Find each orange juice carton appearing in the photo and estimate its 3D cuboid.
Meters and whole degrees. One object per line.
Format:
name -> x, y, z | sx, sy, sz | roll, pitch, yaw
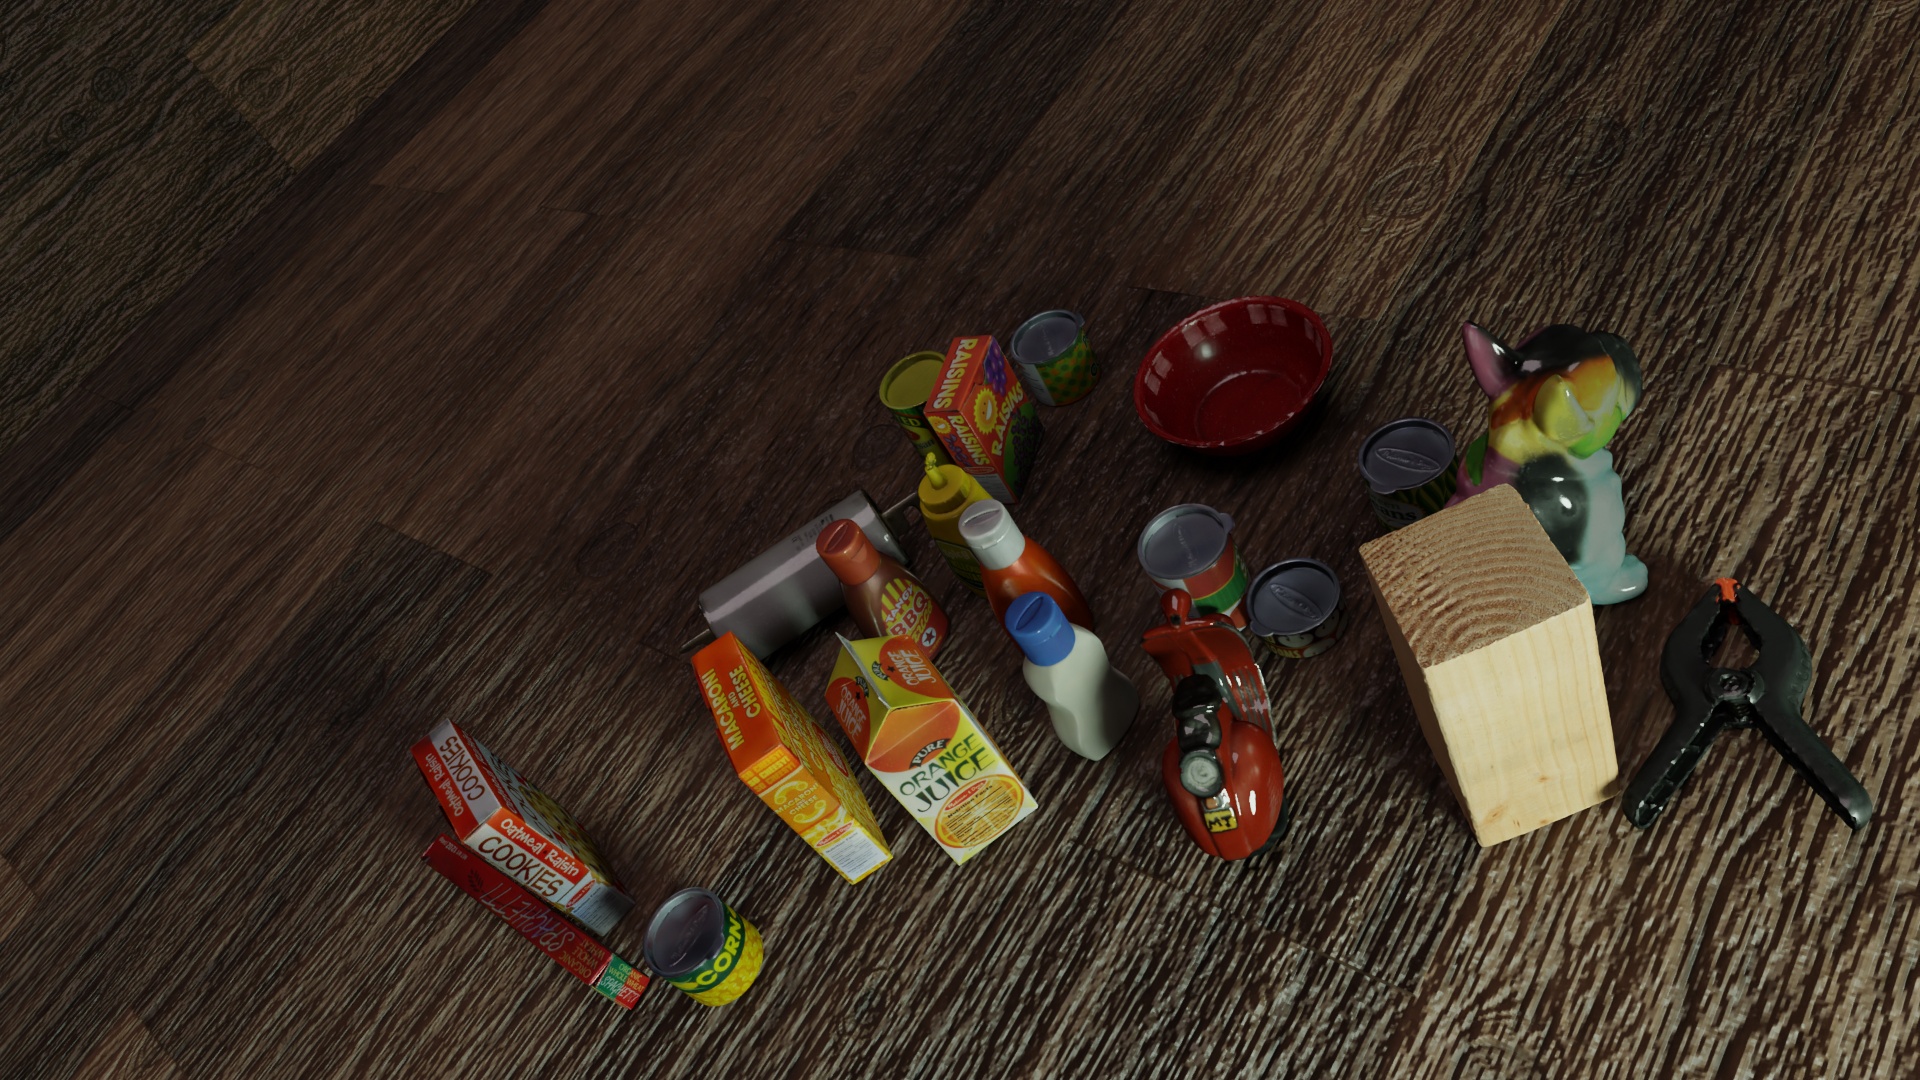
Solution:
orange juice carton -> -0.026, 0.134, 0.940 | 0.073, 0.192, 0.072 | -36, 44, -2

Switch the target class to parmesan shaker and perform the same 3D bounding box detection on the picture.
parmesan shaker -> -0.017, -0.105, 1.207 | 0.071, 0.102, 0.072 | -16, 47, 18

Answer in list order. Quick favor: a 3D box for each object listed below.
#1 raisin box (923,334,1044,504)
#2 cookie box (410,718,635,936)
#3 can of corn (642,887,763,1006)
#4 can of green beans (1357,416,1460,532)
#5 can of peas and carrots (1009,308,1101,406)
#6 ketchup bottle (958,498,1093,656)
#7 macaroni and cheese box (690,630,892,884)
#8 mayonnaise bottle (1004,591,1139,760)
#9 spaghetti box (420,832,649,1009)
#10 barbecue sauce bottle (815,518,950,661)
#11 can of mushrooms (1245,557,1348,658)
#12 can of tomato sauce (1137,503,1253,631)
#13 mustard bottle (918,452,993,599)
raisin box -> 0.022, -0.100, 1.165 | 0.040, 0.123, 0.086 | 1, 54, 31
cookie box -> -0.335, 0.221, 1.063 | 0.040, 0.167, 0.123 | -44, 45, -10
can of corn -> -0.181, 0.291, 0.991 | 0.071, 0.058, 0.071 | -16, 47, 18
can of green beans -> 0.322, -0.045, 0.989 | 0.071, 0.057, 0.071 | -16, 47, 18
can of peas and carrots -> 0.087, -0.163, 1.229 | 0.071, 0.058, 0.071 | -16, 47, 18
ketchup bottle -> 0.045, 0.029, 1.022 | 0.064, 0.148, 0.044 | -21, 45, 13
macaroni and cheese box -> -0.121, 0.157, 0.995 | 0.040, 0.166, 0.124 | -35, 44, 0
mayonnaise bottle -> 0.075, 0.090, 0.952 | 0.041, 0.147, 0.065 | 23, 67, 41
spaghetti box -> -0.336, 0.294, 1.085 | 0.250, 0.050, 0.029 | 17, 63, 39
barbecue sauce bottle -> -0.062, 0.041, 1.074 | 0.044, 0.148, 0.065 | 17, 63, 39
can of mushrooms -> 0.235, 0.049, 0.976 | 0.071, 0.033, 0.071 | -16, 47, 18
can of tomato sauce -> 0.174, 0.023, 0.999 | 0.071, 0.082, 0.071 | -16, 47, 18
mustard bottle -> 0.004, -0.013, 1.074 | 0.065, 0.159, 0.049 | 14, 61, 38
